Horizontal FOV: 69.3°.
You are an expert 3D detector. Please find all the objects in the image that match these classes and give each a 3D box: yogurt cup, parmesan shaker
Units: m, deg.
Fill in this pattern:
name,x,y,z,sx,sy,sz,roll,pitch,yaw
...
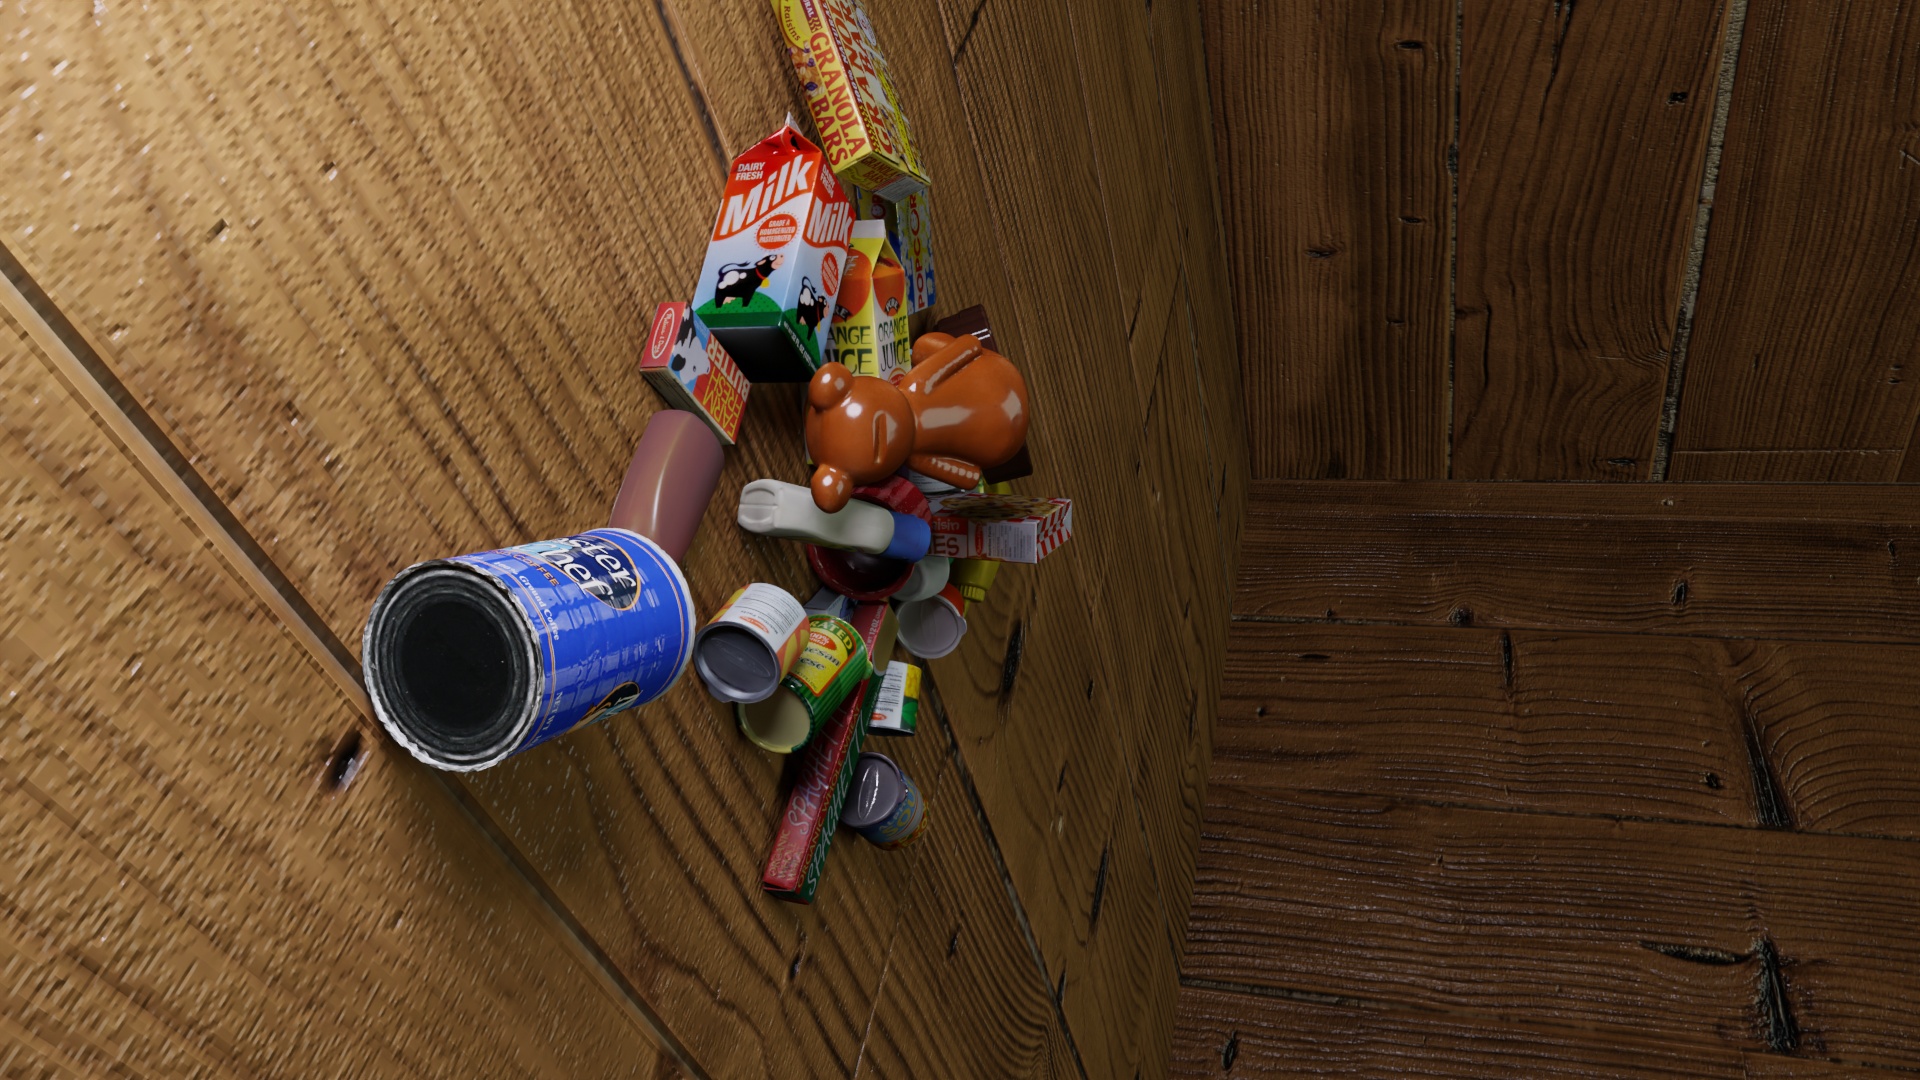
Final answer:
name,x,y,z,sx,sy,sz,roll,pitch,yaw
yogurt cup,-0.027,0.072,1.330,0.054,0.072,0.072,-63,149,-67
parmesan shaker,-0.117,0.109,1.054,0.103,0.071,0.071,-52,139,-60

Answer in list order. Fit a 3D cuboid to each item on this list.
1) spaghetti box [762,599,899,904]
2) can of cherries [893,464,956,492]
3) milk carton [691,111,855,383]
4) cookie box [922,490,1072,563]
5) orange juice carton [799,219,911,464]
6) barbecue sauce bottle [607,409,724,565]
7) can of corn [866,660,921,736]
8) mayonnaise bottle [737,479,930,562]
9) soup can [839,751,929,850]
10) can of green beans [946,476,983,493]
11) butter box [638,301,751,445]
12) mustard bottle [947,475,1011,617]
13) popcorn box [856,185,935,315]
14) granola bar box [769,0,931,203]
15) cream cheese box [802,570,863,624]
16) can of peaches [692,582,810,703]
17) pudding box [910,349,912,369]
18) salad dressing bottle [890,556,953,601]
name,x,y,z,sx,sy,sz,roll,pitch,yaw
spaghetti box,-0.102,0.167,1.122,0.050,0.029,0.251,69,35,-61
can of cherries,-0.032,-0.080,1.305,0.072,0.071,0.058,-38,127,-66
milk carton,-0.129,-0.212,0.999,0.072,0.073,0.191,59,36,-58
cookie box,0.004,-0.016,1.256,0.123,0.167,0.040,-32,124,-68
orange juice carton,-0.087,-0.162,1.127,0.073,0.072,0.192,-40,128,-66
barbecue sauce bottle,-0.193,-0.009,0.869,0.064,0.043,0.149,68,30,-49
can of corn,-0.069,0.137,1.207,0.071,0.071,0.058,41,52,-66
mayonnaise bottle,-0.090,-0.012,1.045,0.148,0.064,0.041,13,84,-38
soup can,-0.067,0.228,1.207,0.083,0.071,0.071,58,38,-58
can of green beans,-0.014,-0.042,1.369,0.071,0.058,0.071,0,91,-71
butter box,-0.178,-0.111,0.938,0.103,0.024,0.053,56,39,-58
mustard bottle,0.012,0.013,1.446,0.049,0.065,0.160,32,67,-62
popcorn box,-0.057,-0.269,1.260,0.085,0.038,0.126,-42,130,-64
granola bar box,-0.086,-0.356,1.083,0.165,0.039,0.124,70,19,5
cream cheese box,-0.100,0.060,1.174,0.104,0.024,0.053,-51,139,-61
can of peaches,-0.147,0.073,0.978,0.058,0.071,0.071,-57,144,-58
pudding box,-0.070,-0.148,1.242,0.084,0.030,0.049,-14,103,-71
salad dressing bottle,-0.036,0.022,1.310,0.148,0.064,0.044,-39,141,-75
